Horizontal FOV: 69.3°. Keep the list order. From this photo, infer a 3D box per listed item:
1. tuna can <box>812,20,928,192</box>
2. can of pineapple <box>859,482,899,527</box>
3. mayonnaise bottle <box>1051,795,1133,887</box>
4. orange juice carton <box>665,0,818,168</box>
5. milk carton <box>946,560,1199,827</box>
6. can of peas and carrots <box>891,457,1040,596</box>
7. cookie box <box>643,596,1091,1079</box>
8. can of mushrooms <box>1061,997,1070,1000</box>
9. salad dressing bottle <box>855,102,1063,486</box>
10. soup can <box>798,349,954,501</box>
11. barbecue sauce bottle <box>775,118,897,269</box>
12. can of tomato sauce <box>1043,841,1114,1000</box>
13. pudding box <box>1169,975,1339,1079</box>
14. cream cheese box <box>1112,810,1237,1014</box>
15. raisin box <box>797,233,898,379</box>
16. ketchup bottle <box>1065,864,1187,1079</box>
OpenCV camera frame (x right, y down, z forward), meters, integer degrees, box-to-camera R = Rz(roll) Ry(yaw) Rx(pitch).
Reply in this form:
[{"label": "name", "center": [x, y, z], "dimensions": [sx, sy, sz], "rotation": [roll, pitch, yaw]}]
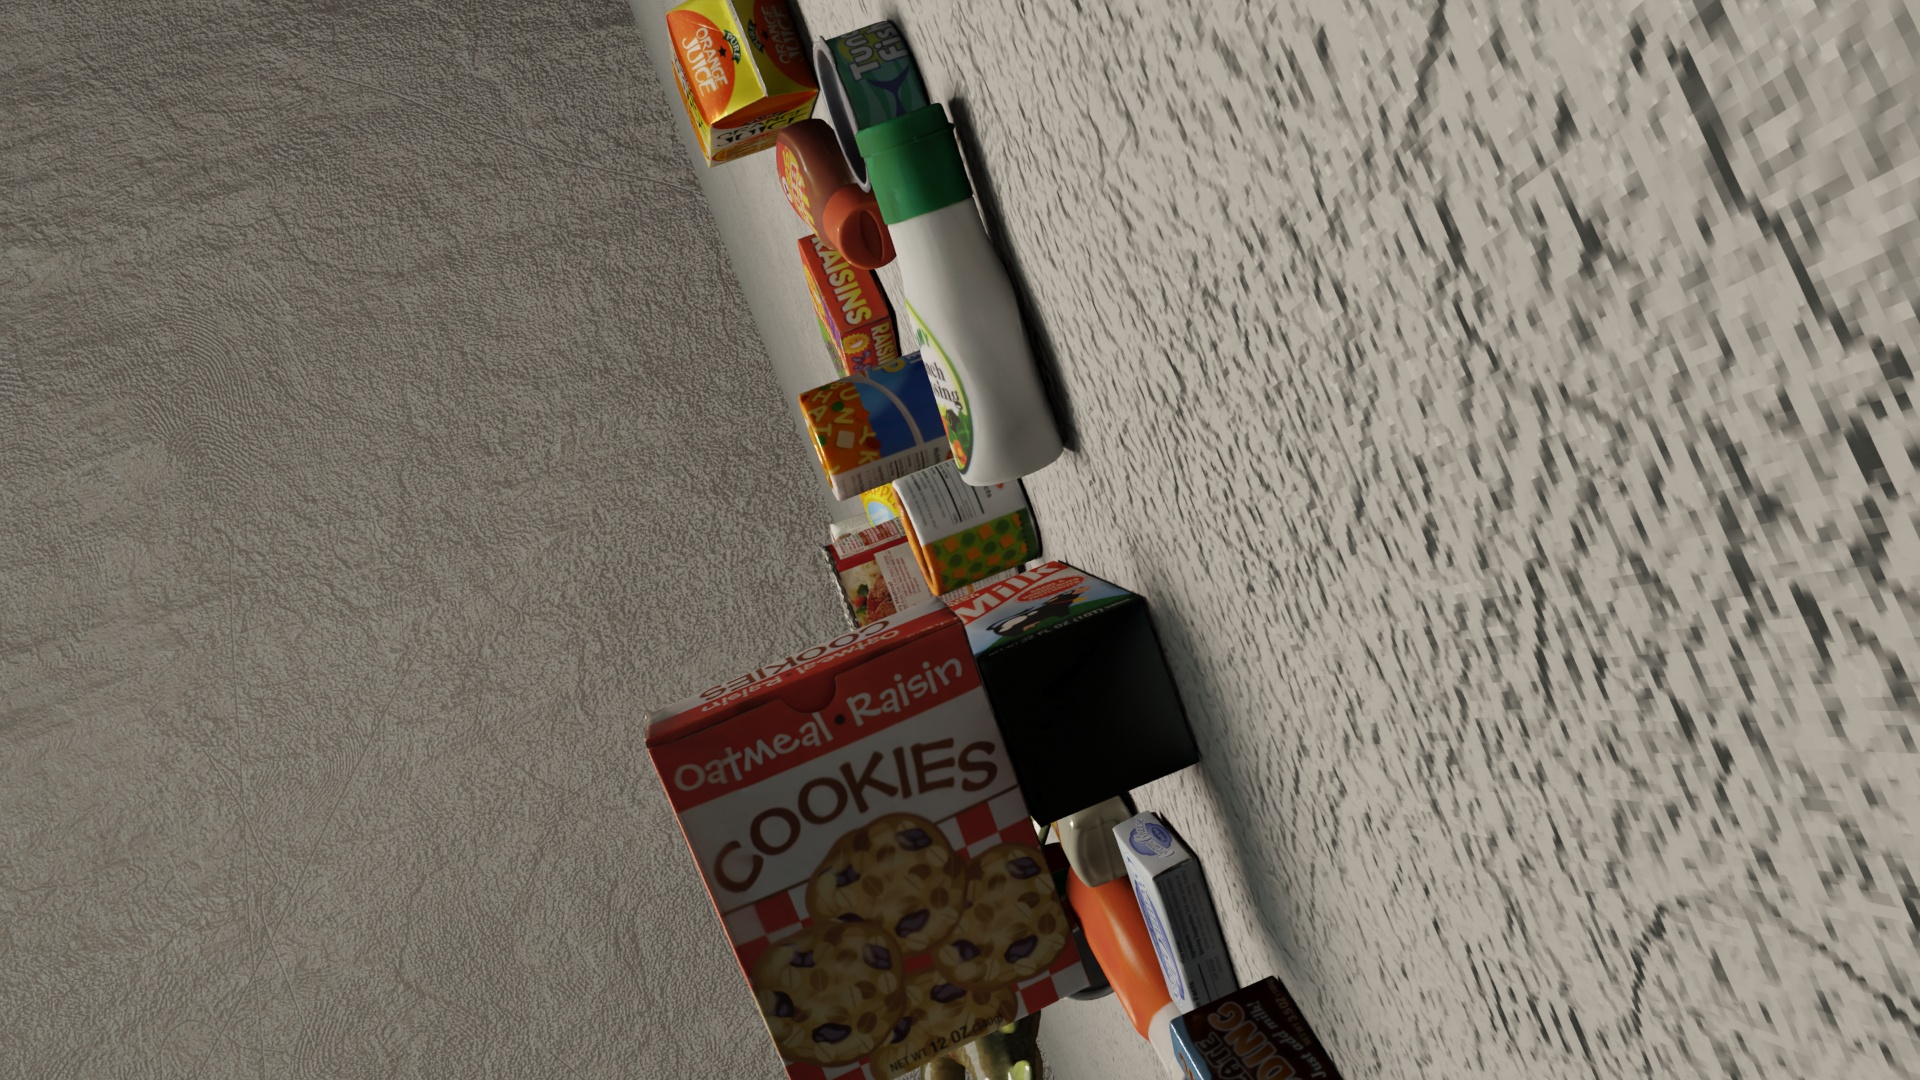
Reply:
[{"label": "tuna can", "center": [-0.037, -0.189, 0.599], "dimensions": [0.071, 0.033, 0.071], "rotation": [161, 88, -83]}, {"label": "can of pineapple", "center": [-0.029, -0.028, 0.865], "dimensions": [0.071, 0.071, 0.057], "rotation": [-135, 24, -72]}, {"label": "mayonnaise bottle", "center": [0.055, 0.127, 0.801], "dimensions": [0.148, 0.041, 0.064], "rotation": [-122, 13, -52]}, {"label": "orange juice carton", "center": [-0.140, -0.298, 0.886], "dimensions": [0.193, 0.073, 0.071], "rotation": [-153, 43, -79]}, {"label": "milk carton", "center": [0.035, 0.059, 0.633], "dimensions": [0.190, 0.072, 0.073], "rotation": [-157, 46, -78]}, {"label": "can of peas and carrots", "center": [0.003, -0.009, 0.725], "dimensions": [0.071, 0.059, 0.071], "rotation": [162, 88, -83]}, {"label": "cookie box", "center": [-0.033, 0.121, 0.536], "dimensions": [0.040, 0.123, 0.167], "rotation": [-146, 35, -71]}, {"label": "can of mushrooms", "center": [0.084, 0.298, 0.993], "dimensions": [0.071, 0.071, 0.033], "rotation": [179, 70, -82]}, {"label": "salad dressing bottle", "center": [-0.001, -0.097, 0.554], "dimensions": [0.064, 0.044, 0.147], "rotation": [-132, 22, -73]}, {"label": "soup can", "center": [-0.043, -0.069, 0.788], "dimensions": [0.071, 0.084, 0.071], "rotation": [162, 88, -83]}, {"label": "barbecue sauce bottle", "center": [-0.067, -0.190, 0.776], "dimensions": [0.149, 0.044, 0.064], "rotation": [-123, 15, -57]}, {"label": "can of tomato sauce", "center": [0.073, 0.249, 0.909], "dimensions": [0.083, 0.071, 0.071], "rotation": [-127, 17, -63]}, {"label": "pudding box", "center": [0.121, 0.218, 0.540], "dimensions": [0.084, 0.050, 0.030], "rotation": [-120, 13, -51]}, {"label": "cream cheese box", "center": [0.106, 0.186, 0.665], "dimensions": [0.053, 0.024, 0.103], "rotation": [-137, 27, -71]}, {"label": "raisin box", "center": [-0.073, -0.148, 0.963], "dimensions": [0.123, 0.040, 0.086], "rotation": [81, 166, -65]}, {"label": "ketchup bottle", "center": [0.102, 0.234, 0.750], "dimensions": [0.149, 0.043, 0.064], "rotation": [-124, 17, -59]}]
